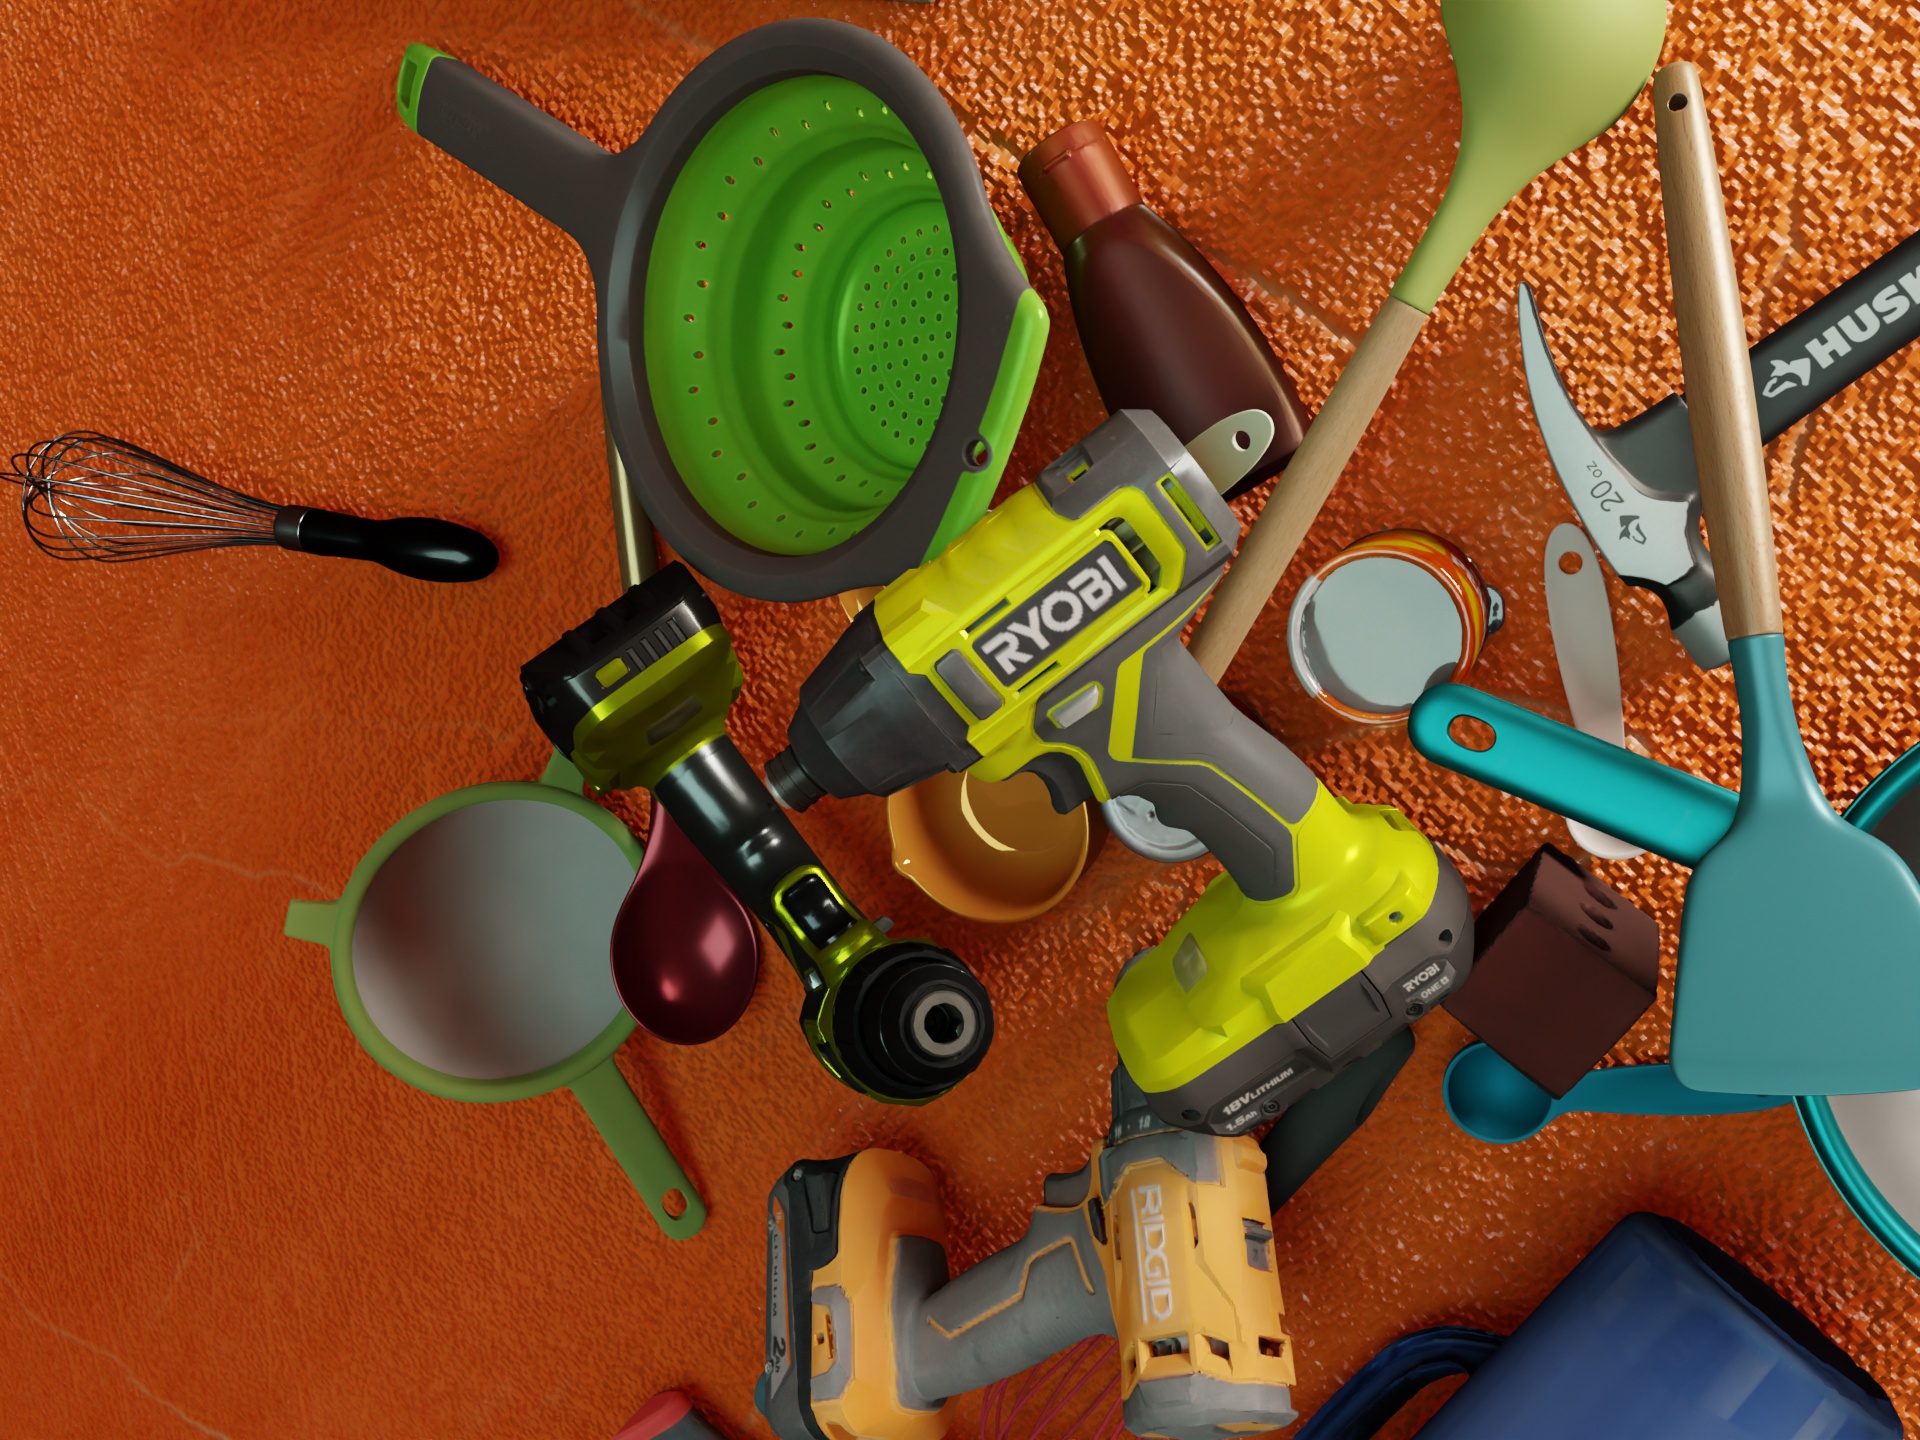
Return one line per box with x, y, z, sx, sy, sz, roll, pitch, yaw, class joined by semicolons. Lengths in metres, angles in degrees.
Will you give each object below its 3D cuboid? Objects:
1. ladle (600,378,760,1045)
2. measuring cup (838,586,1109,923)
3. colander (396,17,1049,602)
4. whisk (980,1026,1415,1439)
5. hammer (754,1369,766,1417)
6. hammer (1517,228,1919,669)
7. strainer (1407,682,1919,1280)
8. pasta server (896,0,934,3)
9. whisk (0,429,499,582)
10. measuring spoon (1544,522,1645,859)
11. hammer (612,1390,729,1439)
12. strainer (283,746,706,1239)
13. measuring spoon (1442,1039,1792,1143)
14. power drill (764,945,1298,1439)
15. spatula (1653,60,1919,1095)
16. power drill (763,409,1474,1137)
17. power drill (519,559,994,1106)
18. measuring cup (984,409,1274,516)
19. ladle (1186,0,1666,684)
-0.140;-0.008;0.727;0.069;0.031;0.315;-8;97;-19;ladle
-0.001;-0.002;0.660;0.095;0.052;0.173;-30;87;26;measuring cup
-0.095;-0.192;0.647;0.397;0.094;0.204;38;119;31;colander
0.094;0.234;0.671;0.073;0.073;0.295;38;109;11;whisk
0.034;0.382;0.687;0.331;0.128;0.033;24;67;35;hammer
0.333;-0.168;0.488;0.334;0.035;0.146;-38;86;25;hammer
0.313;0.063;0.517;0.340;0.095;0.211;25;99;20;strainer
-0.155;-0.327;0.667;0.316;0.040;0.060;15;107;15;pasta server
-0.353;-0.099;0.789;0.284;0.070;0.070;10;106;15;whisk
0.232;-0.011;0.581;0.034;0.018;0.124;-10;91;25;measuring spoon
-0.007;0.454;0.774;0.386;0.038;0.143;25;112;16;hammer
-0.197;0.143;0.770;0.069;0.151;0.256;17;137;63;strainer
0.250;0.138;0.607;0.128;0.021;0.042;-5;99;15;measuring spoon
0.024;0.204;0.659;0.226;0.084;0.186;-23;55;32;power drill
0.237;-0.052;0.478;0.082;0.044;0.317;-9;82;26;spatula
0.057;0.030;0.542;0.171;0.080;0.223;-37;112;9;power drill
-0.072;0.055;0.627;0.080;0.190;0.228;-38;88;-14;power drill
0.066;-0.071;0.593;0.083;0.038;0.167;57;138;4;measuring cup
0.137;-0.122;0.553;0.078;0.062;0.320;23;109;-15;ladle
